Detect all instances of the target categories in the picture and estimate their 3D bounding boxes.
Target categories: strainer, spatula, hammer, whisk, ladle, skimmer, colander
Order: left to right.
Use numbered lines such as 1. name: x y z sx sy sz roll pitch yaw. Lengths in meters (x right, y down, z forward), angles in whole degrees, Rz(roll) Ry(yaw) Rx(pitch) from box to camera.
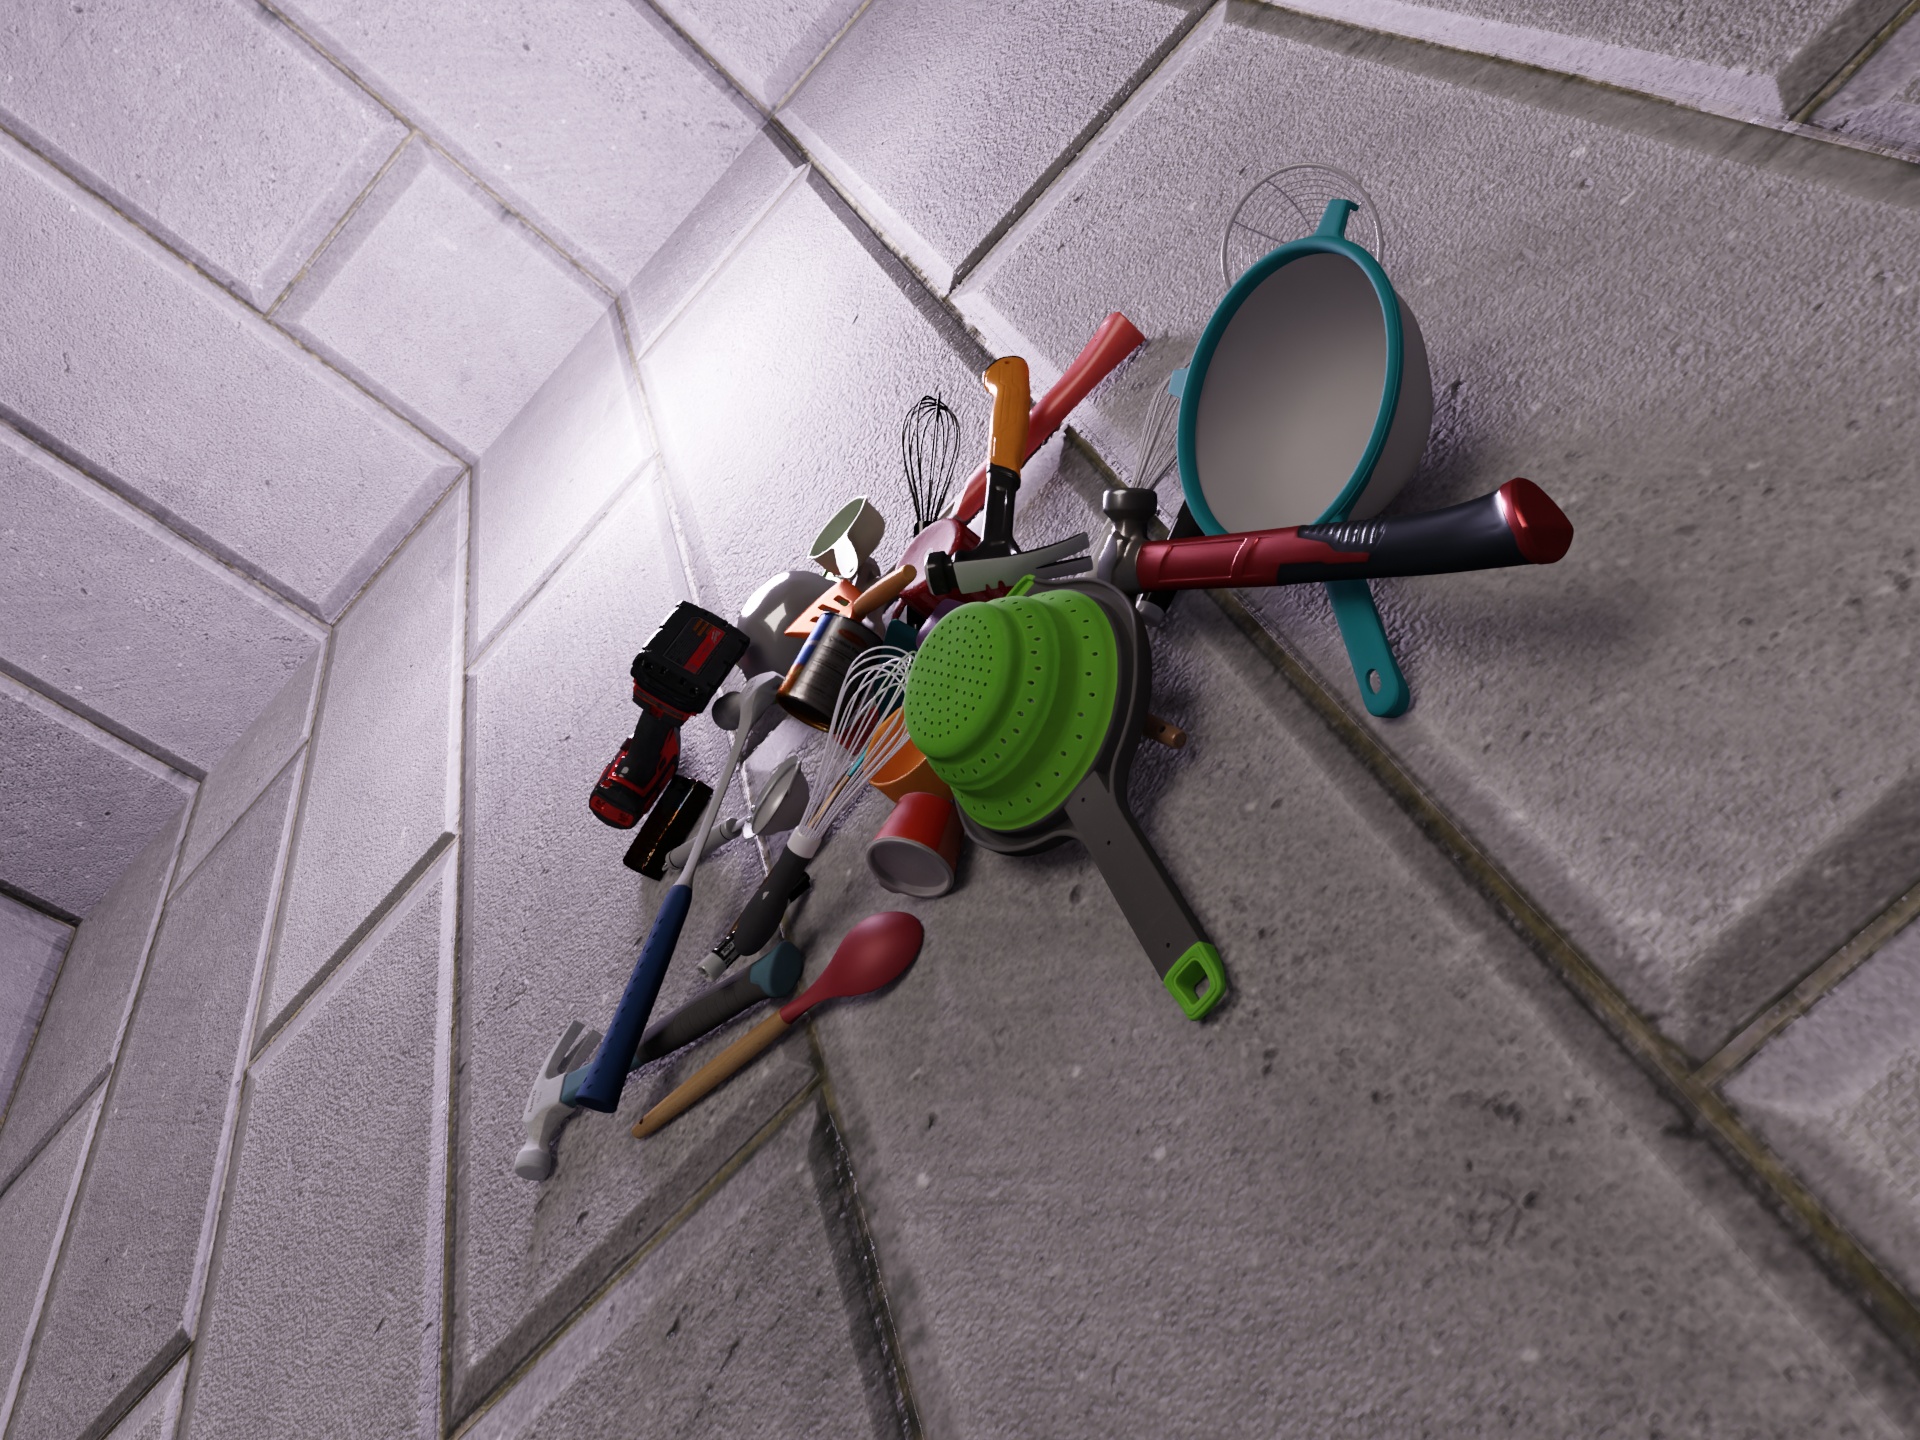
1. hammer: -0.253 0.268 1.317 0.331 0.033 0.128 -33 36 29
2. hammer: -0.230 0.132 1.346 0.144 0.035 0.406 -26 40 52
3. strainer: -0.198 0.094 1.420 0.258 0.050 0.087 -28 32 44
4. ladle: -0.149 0.239 1.215 0.315 0.031 0.069 -40 32 23
5. strainer: -0.165 -0.070 1.517 0.151 0.069 0.257 -46 29 11
6. whisk: -0.104 0.066 1.211 0.284 0.070 0.070 -60 27 18
7. spatula: -0.109 0.066 1.318 0.317 0.082 0.044 -55 -12 3
8. spatula: -0.086 -0.106 1.347 0.081 0.041 0.322 -44 7 -14
9. whisk: -0.029 -0.171 1.390 0.055 0.055 0.239 -6 79 51
10. hammer: 0.032 -0.222 1.443 0.359 0.036 0.149 -45 31 12
11. hammer: 0.045 -0.217 1.325 0.127 0.034 0.337 -8 38 10
12. spatula: 0.057 -0.032 1.162 0.060 0.018 0.316 -56 38 -5
13. colander: 0.054 0.033 1.030 0.204 0.094 0.398 -53 38 21
14. whisk: 0.138 -0.175 1.243 0.058 0.059 0.246 21 78 30
15. skimmer: 0.203 -0.242 1.178 0.127 0.090 0.363 19 74 26
16. hammer: 0.203 -0.085 0.969 0.386 0.038 0.143 4 94 61
17. strainer: 0.254 -0.149 1.026 0.211 0.095 0.341 -44 48 47

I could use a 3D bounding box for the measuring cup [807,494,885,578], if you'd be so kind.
1. measuring cup: -0.097 -0.152 1.462 0.083 0.038 0.168 -45 24 11

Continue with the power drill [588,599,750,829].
1. power drill: -0.287 -0.004 1.549 0.219 0.078 0.143 -58 4 41

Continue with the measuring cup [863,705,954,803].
1. measuring cup: -0.002 -0.004 1.248 0.173 0.052 0.095 -52 31 -13
